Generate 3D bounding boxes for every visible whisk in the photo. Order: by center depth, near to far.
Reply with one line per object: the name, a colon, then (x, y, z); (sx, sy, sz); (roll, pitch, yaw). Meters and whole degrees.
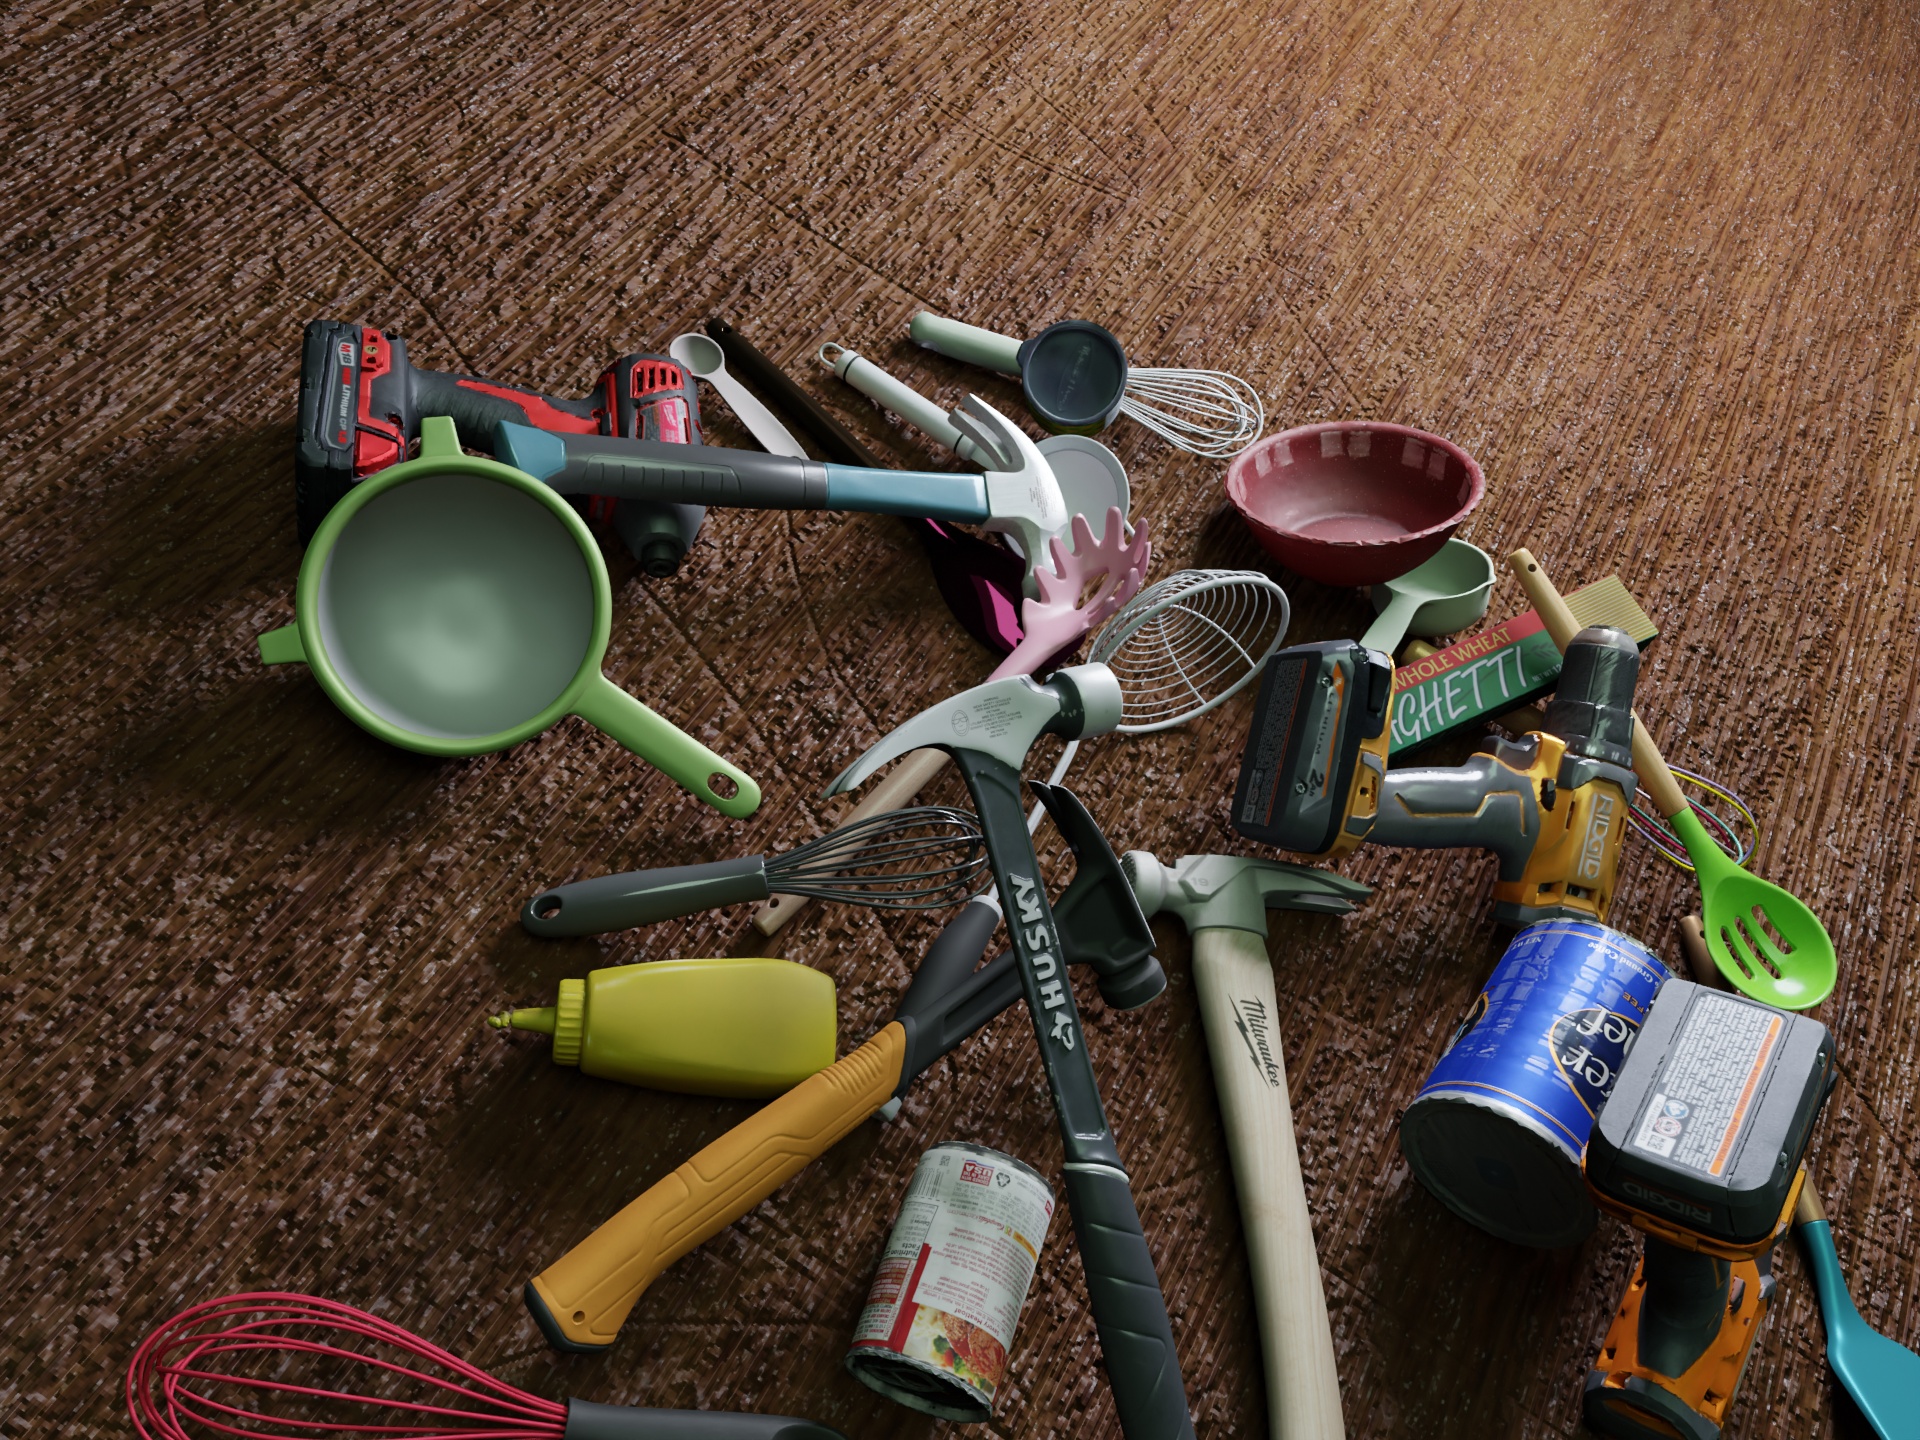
whisk: (-0.181, 0.285, 0.648); (0.295, 0.073, 0.073); (15, 55, -15)
whisk: (-0.098, 0.081, 0.789); (0.239, 0.055, 0.055); (-9, 61, -5)
whisk: (0.386, 0.023, 1.003); (0.245, 0.047, 0.051); (33, 56, 10)
whisk: (0.084, -0.230, 1.066); (0.246, 0.058, 0.059); (16, 85, -2)

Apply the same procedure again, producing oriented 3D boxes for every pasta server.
pasta server: (-0.001, -0.003, 0.864); (0.060, 0.040, 0.316); (28, 63, 35)

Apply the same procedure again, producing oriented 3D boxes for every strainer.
strainer: (-0.215, -0.027, 0.830); (0.256, 0.069, 0.151); (36, 83, -12)
strainer: (0.013, -0.172, 1.008); (0.258, 0.050, 0.087); (35, 100, 13)

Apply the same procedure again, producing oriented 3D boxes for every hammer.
hammer: (0.051, 0.182, 0.704); (0.149, 0.036, 0.409); (-12, 85, -27)
hammer: (-0.051, 0.163, 0.731); (0.337, 0.034, 0.127); (-33, 110, -23)
hammer: (0.165, 0.256, 0.785); (0.146, 0.038, 0.411); (6, 57, -15)
hammer: (-0.091, -0.132, 0.893); (0.331, 0.033, 0.128); (1, 71, -25)

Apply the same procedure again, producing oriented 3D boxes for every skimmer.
skimmer: (0.067, 0.062, 0.844); (0.090, 0.127, 0.363); (21, 61, 18)

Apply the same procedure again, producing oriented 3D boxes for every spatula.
spatula: (0.470, 0.249, 0.880); (0.082, 0.044, 0.318); (2, 57, -19)

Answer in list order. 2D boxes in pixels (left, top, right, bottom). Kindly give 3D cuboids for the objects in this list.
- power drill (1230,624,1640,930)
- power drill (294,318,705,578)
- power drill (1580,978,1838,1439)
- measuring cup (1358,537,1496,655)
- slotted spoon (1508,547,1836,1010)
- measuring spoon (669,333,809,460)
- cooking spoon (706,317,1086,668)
power drill: (0.284, 0.015, 0.905); (0.226, 0.084, 0.185); (16, 86, -14)
power drill: (-0.252, -0.146, 0.890); (0.219, 0.078, 0.143); (2, 58, -20)
power drill: (0.356, 0.232, 0.760); (0.084, 0.226, 0.164); (16, 46, 35)
measuring cup: (0.280, -0.059, 1.004); (0.083, 0.038, 0.168); (17, 45, 29)
slotted spoon: (0.418, 0.031, 0.955); (0.070, 0.031, 0.314); (-28, 81, -10)
measuring spoon: (-0.137, -0.192, 0.993); (0.124, 0.018, 0.034); (47, 57, 6)
cooking spoon: (-0.047, -0.147, 0.986); (0.319, 0.017, 0.069); (43, 61, 12)
